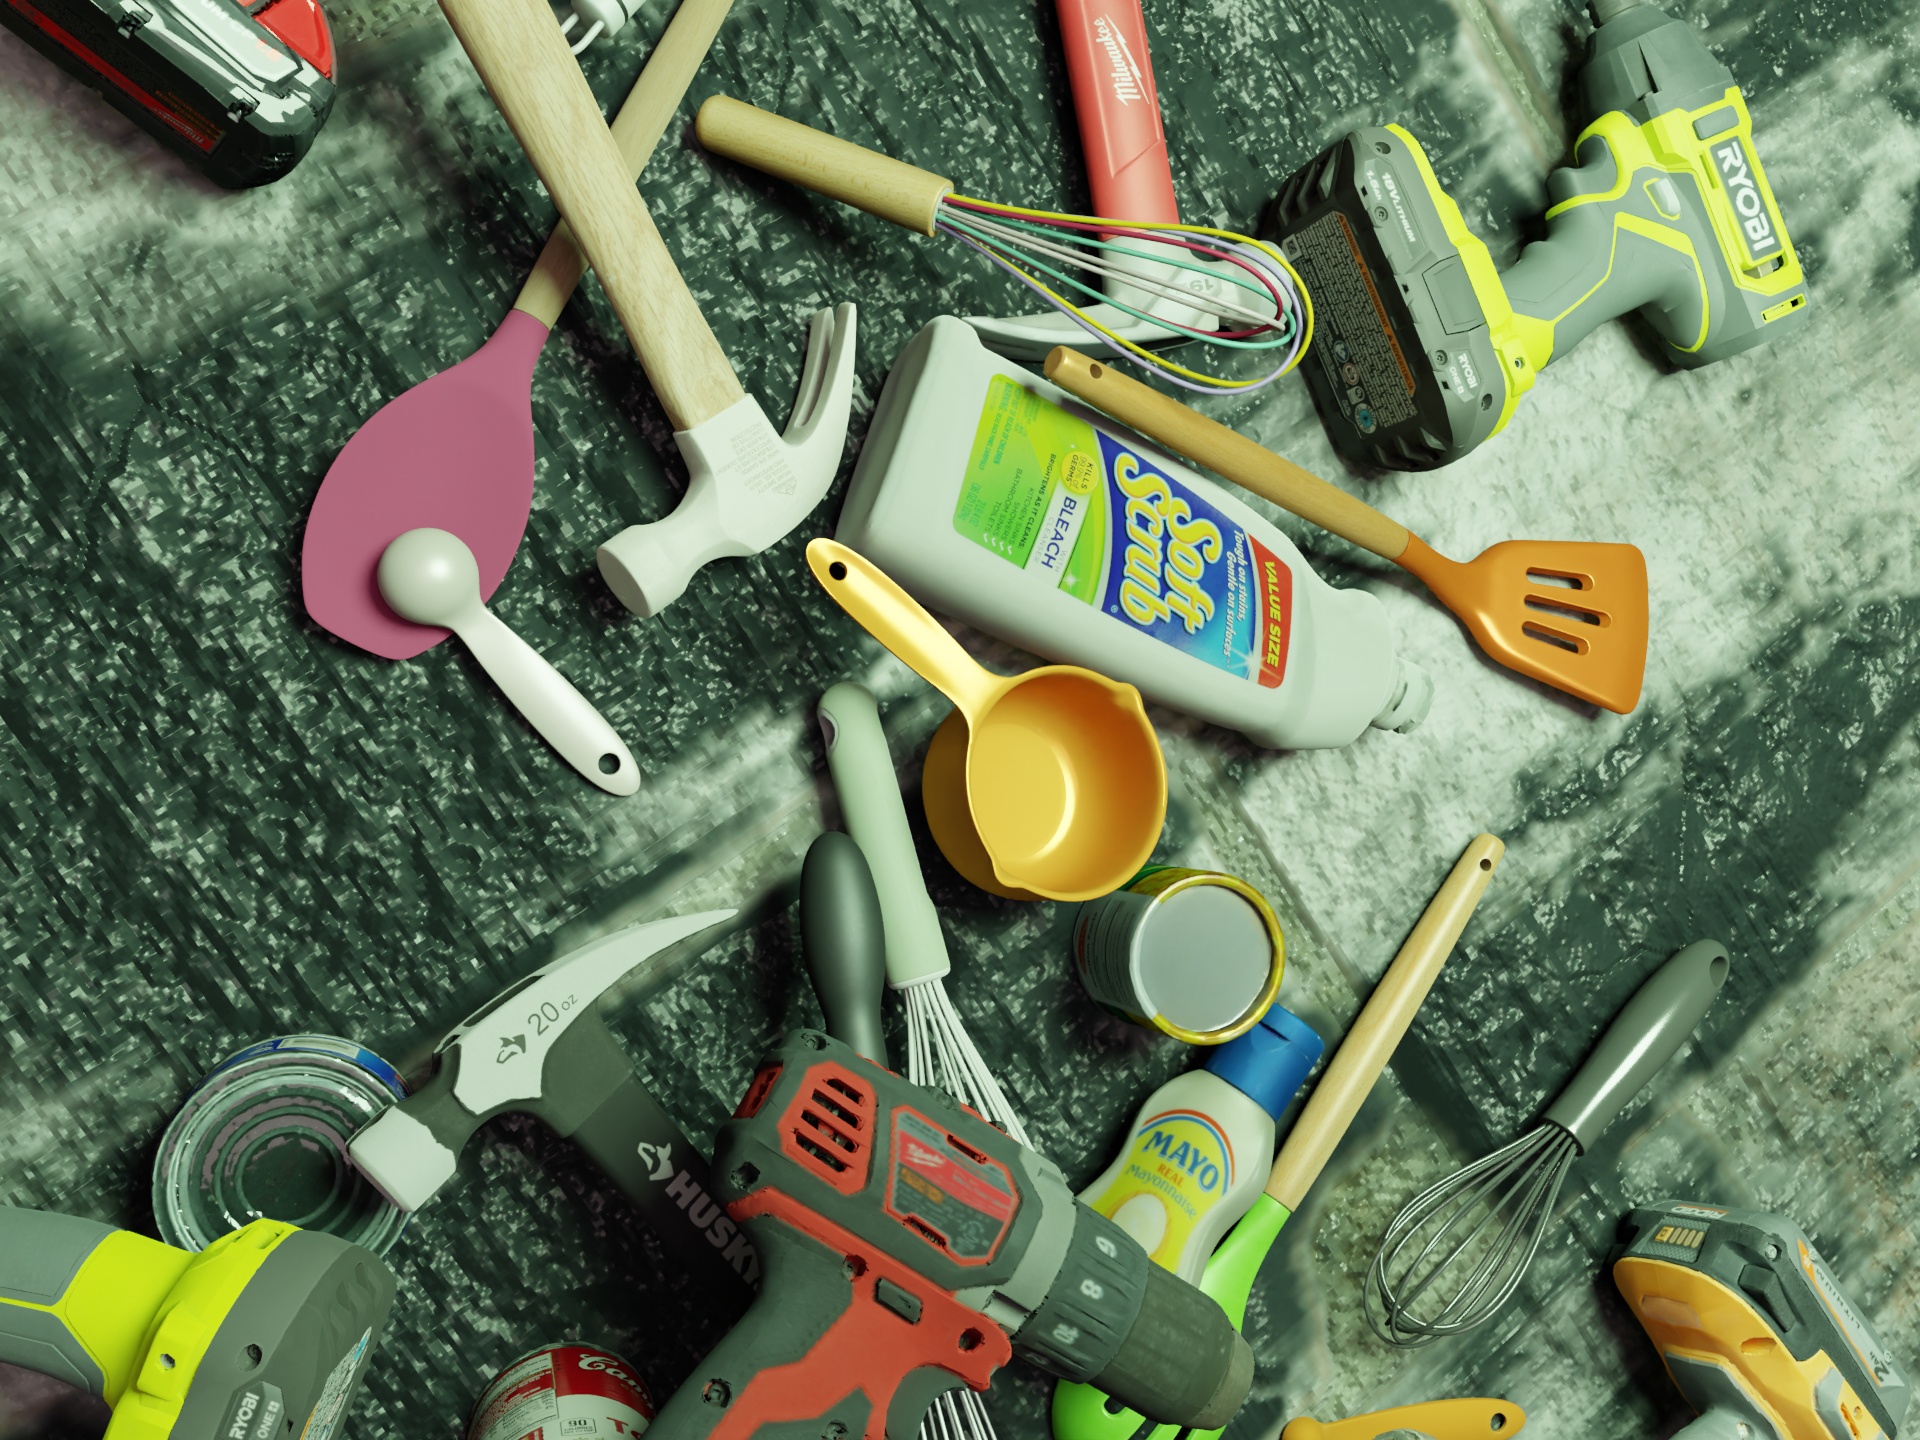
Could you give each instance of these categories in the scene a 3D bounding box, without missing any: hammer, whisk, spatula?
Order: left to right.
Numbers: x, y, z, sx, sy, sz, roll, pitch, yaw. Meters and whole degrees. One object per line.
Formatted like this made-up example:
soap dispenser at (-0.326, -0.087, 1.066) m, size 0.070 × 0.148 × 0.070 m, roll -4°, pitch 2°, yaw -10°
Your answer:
hammer at (-0.136, -0.207, 0.536) m, size 0.130 × 0.031 × 0.331 m, roll -38°, pitch 116°, yaw -25°
hammer at (-0.053, 0.219, 0.578) m, size 0.146 × 0.035 × 0.334 m, roll -45°, pitch 104°, yaw -29°
whisk at (-0.029, 0.179, 0.550) m, size 0.070 × 0.070 × 0.285 m, roll -5°, pitch 78°, yaw -17°
whisk at (-0.012, 0.104, 0.595) m, size 0.059 × 0.058 × 0.246 m, roll -13°, pitch 84°, yaw -25°
whisk at (0.014, -0.184, 0.585) m, size 0.245 × 0.047 × 0.051 m, roll 24°, pitch 58°, yaw 9°
hammer at (0.032, -0.339, 0.639) m, size 0.143 × 0.038 × 0.386 m, roll -10°, pitch 90°, yaw -15°
spatula at (0.166, -0.082, 0.640) m, size 0.322 × 0.041 × 0.081 m, roll 20°, pitch 72°, yaw -32°
whisk at (0.255, 0.174, 0.680) m, size 0.239 × 0.055 × 0.055 m, roll -41°, pitch 99°, yaw -19°

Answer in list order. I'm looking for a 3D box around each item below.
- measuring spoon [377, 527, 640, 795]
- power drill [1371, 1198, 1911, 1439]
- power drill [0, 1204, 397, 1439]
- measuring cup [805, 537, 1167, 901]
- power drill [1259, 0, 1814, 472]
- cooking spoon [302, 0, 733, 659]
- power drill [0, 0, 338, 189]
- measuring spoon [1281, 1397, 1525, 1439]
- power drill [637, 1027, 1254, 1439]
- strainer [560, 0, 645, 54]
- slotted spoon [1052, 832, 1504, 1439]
measuring spoon at (-0.158, -0.018, 0.570) m, size 0.034 × 0.018 × 0.124 m, roll -45°, pitch 107°, yaw -13°
power drill at (0.266, 0.296, 0.639) m, size 0.226 × 0.084 × 0.185 m, roll -42°, pitch 99°, yaw -25°
power drill at (-0.309, 0.198, 0.473) m, size 0.228 × 0.080 × 0.190 m, roll 23°, pitch 92°, yaw -2°
measuring cup at (-0.001, -0.002, 0.596) m, size 0.173 × 0.052 × 0.095 m, roll 43°, pitch 66°, yaw -14°
power drill at (0.248, -0.212, 0.680) m, size 0.223 × 0.080 × 0.171 m, roll -25°, pitch 95°, yaw -20°
cooking spoon at (-0.146, -0.169, 0.587) m, size 0.068 × 0.017 × 0.319 m, roll 30°, pitch 80°, yaw -22°
power drill at (-0.216, -0.298, 0.537) m, size 0.143 × 0.078 × 0.220 m, roll 37°, pitch 72°, yaw -31°
measuring spoon at (0.189, 0.299, 0.668) m, size 0.117 × 0.011 × 0.021 m, roll 2°, pitch 87°, yaw -17°
power drill at (-0.025, 0.228, 0.469) m, size 0.188 × 0.080 × 0.227 m, roll 33°, pitch 63°, yaw -7°
strainer at (-0.070, -0.335, 0.596) m, size 0.087 × 0.050 × 0.258 m, roll 32°, pitch 74°, yaw 17°
slotted spoon at (0.141, 0.174, 0.653) m, size 0.070 × 0.031 × 0.314 m, roll 38°, pitch 76°, yaw -7°
